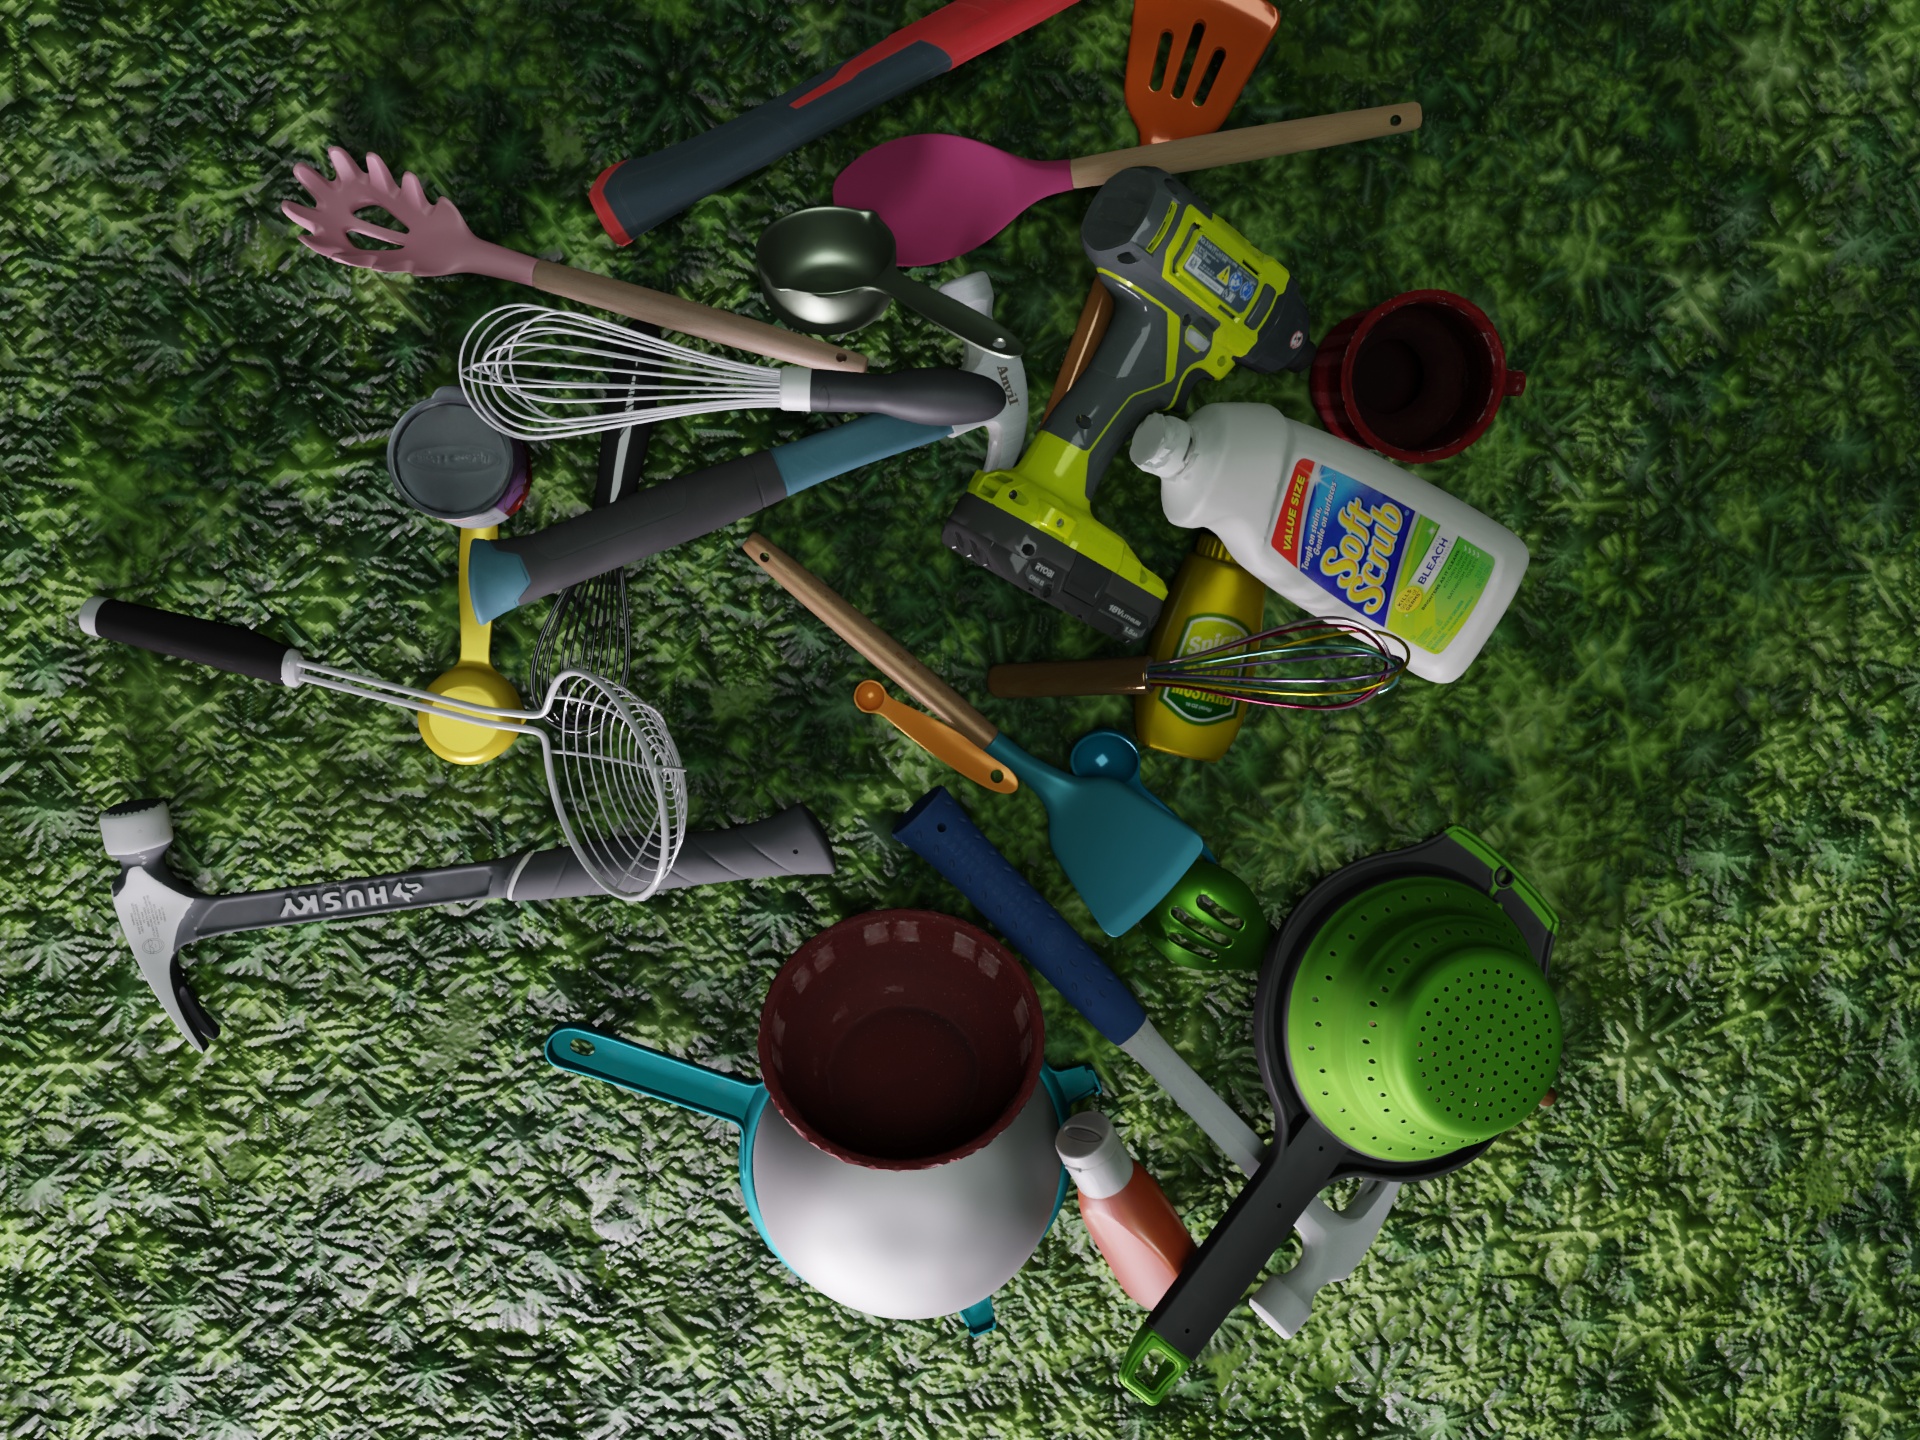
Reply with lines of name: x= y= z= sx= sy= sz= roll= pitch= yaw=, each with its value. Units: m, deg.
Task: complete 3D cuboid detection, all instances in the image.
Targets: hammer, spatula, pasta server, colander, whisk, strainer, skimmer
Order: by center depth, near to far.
whisk: x=-0.118 y=-0.174 z=0.829 sx=0.284 sy=0.070 sz=0.070 roll=3 pitch=101 yaw=-3
hammer: x=-0.015 y=-0.344 z=0.837 sx=0.386 sy=0.038 sz=0.143 roll=-27 pitch=58 yaw=4
pasta server: x=-0.202 y=-0.234 z=0.849 sx=0.316 sy=0.040 sz=0.060 roll=17 pitch=84 yaw=1
skimmer: x=-0.315 y=0.001 z=0.851 sx=0.363 sy=0.090 sz=0.127 roll=14 pitch=124 yaw=3
hammer: x=-0.114 y=-0.133 z=0.875 sx=0.331 sy=0.033 sz=0.128 roll=-23 pitch=103 yaw=-12
whisk: x=0.129 y=-0.028 z=0.894 sx=0.245 sy=0.051 sz=0.047 roll=-2 pitch=69 yaw=27
spatula: x=0.083 y=-0.250 z=0.895 sx=0.081 sy=0.041 sz=0.322 roll=21 pitch=100 yaw=4
whisk: x=-0.200 y=-0.108 z=0.895 sx=0.055 sy=0.055 sz=0.239 roll=11 pitch=95 yaw=-8
spatula: x=-0.001 y=-0.003 z=0.927 sx=0.317 sy=0.044 sz=0.082 roll=39 pitch=105 yaw=-7
hammer: x=-0.278 y=0.099 z=0.931 sx=0.409 sy=0.036 sz=0.149 roll=-6 pitch=103 yaw=-5
colander: x=0.235 y=0.246 z=0.935 sx=0.204 sy=0.094 sz=0.397 roll=41 pitch=81 yaw=-13
strainer: x=-0.087 y=0.258 z=0.949 sx=0.340 sy=0.095 sz=0.211 roll=21 pitch=98 yaw=-11
hammer: x=0.115 y=0.193 z=0.975 sx=0.144 sy=0.035 sz=0.405 roll=-45 pitch=100 yaw=-11

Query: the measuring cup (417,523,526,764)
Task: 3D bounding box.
measuring cup: x=-0.278 y=-0.050 z=0.904 sx=0.062 sy=0.029 sz=0.156 roll=4 pitch=100 yaw=-6

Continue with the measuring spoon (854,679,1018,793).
measuring spoon: x=-0.015 y=0.011 z=0.953 sx=0.117 sy=0.011 sz=0.021 roll=32 pitch=79 yaw=-14

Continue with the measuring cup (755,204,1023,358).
measuring cup: x=-0.036 y=-0.220 z=0.852 sx=0.168 sy=0.038 sz=0.083 roll=32 pitch=60 yaw=19

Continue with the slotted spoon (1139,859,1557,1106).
slotted spoon: x=0.249 y=0.175 z=1.001 sx=0.313 sy=0.031 sz=0.070 roll=27 pitch=110 yaw=-12

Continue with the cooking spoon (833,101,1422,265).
cooking spoon: x=0.086 y=-0.301 z=0.864 sx=0.319 sy=0.017 sz=0.068 roll=-6 pitch=110 yaw=10

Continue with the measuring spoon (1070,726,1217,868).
measuring spoon: x=0.116 y=0.049 z=0.971 sx=0.042 sy=0.021 sz=0.128 roll=-34 pitch=113 yaw=26

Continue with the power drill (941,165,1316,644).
power drill: x=0.101 y=-0.164 z=0.879 sx=0.171 sy=0.080 sz=0.223 roll=24 pitch=98 yaw=-40
